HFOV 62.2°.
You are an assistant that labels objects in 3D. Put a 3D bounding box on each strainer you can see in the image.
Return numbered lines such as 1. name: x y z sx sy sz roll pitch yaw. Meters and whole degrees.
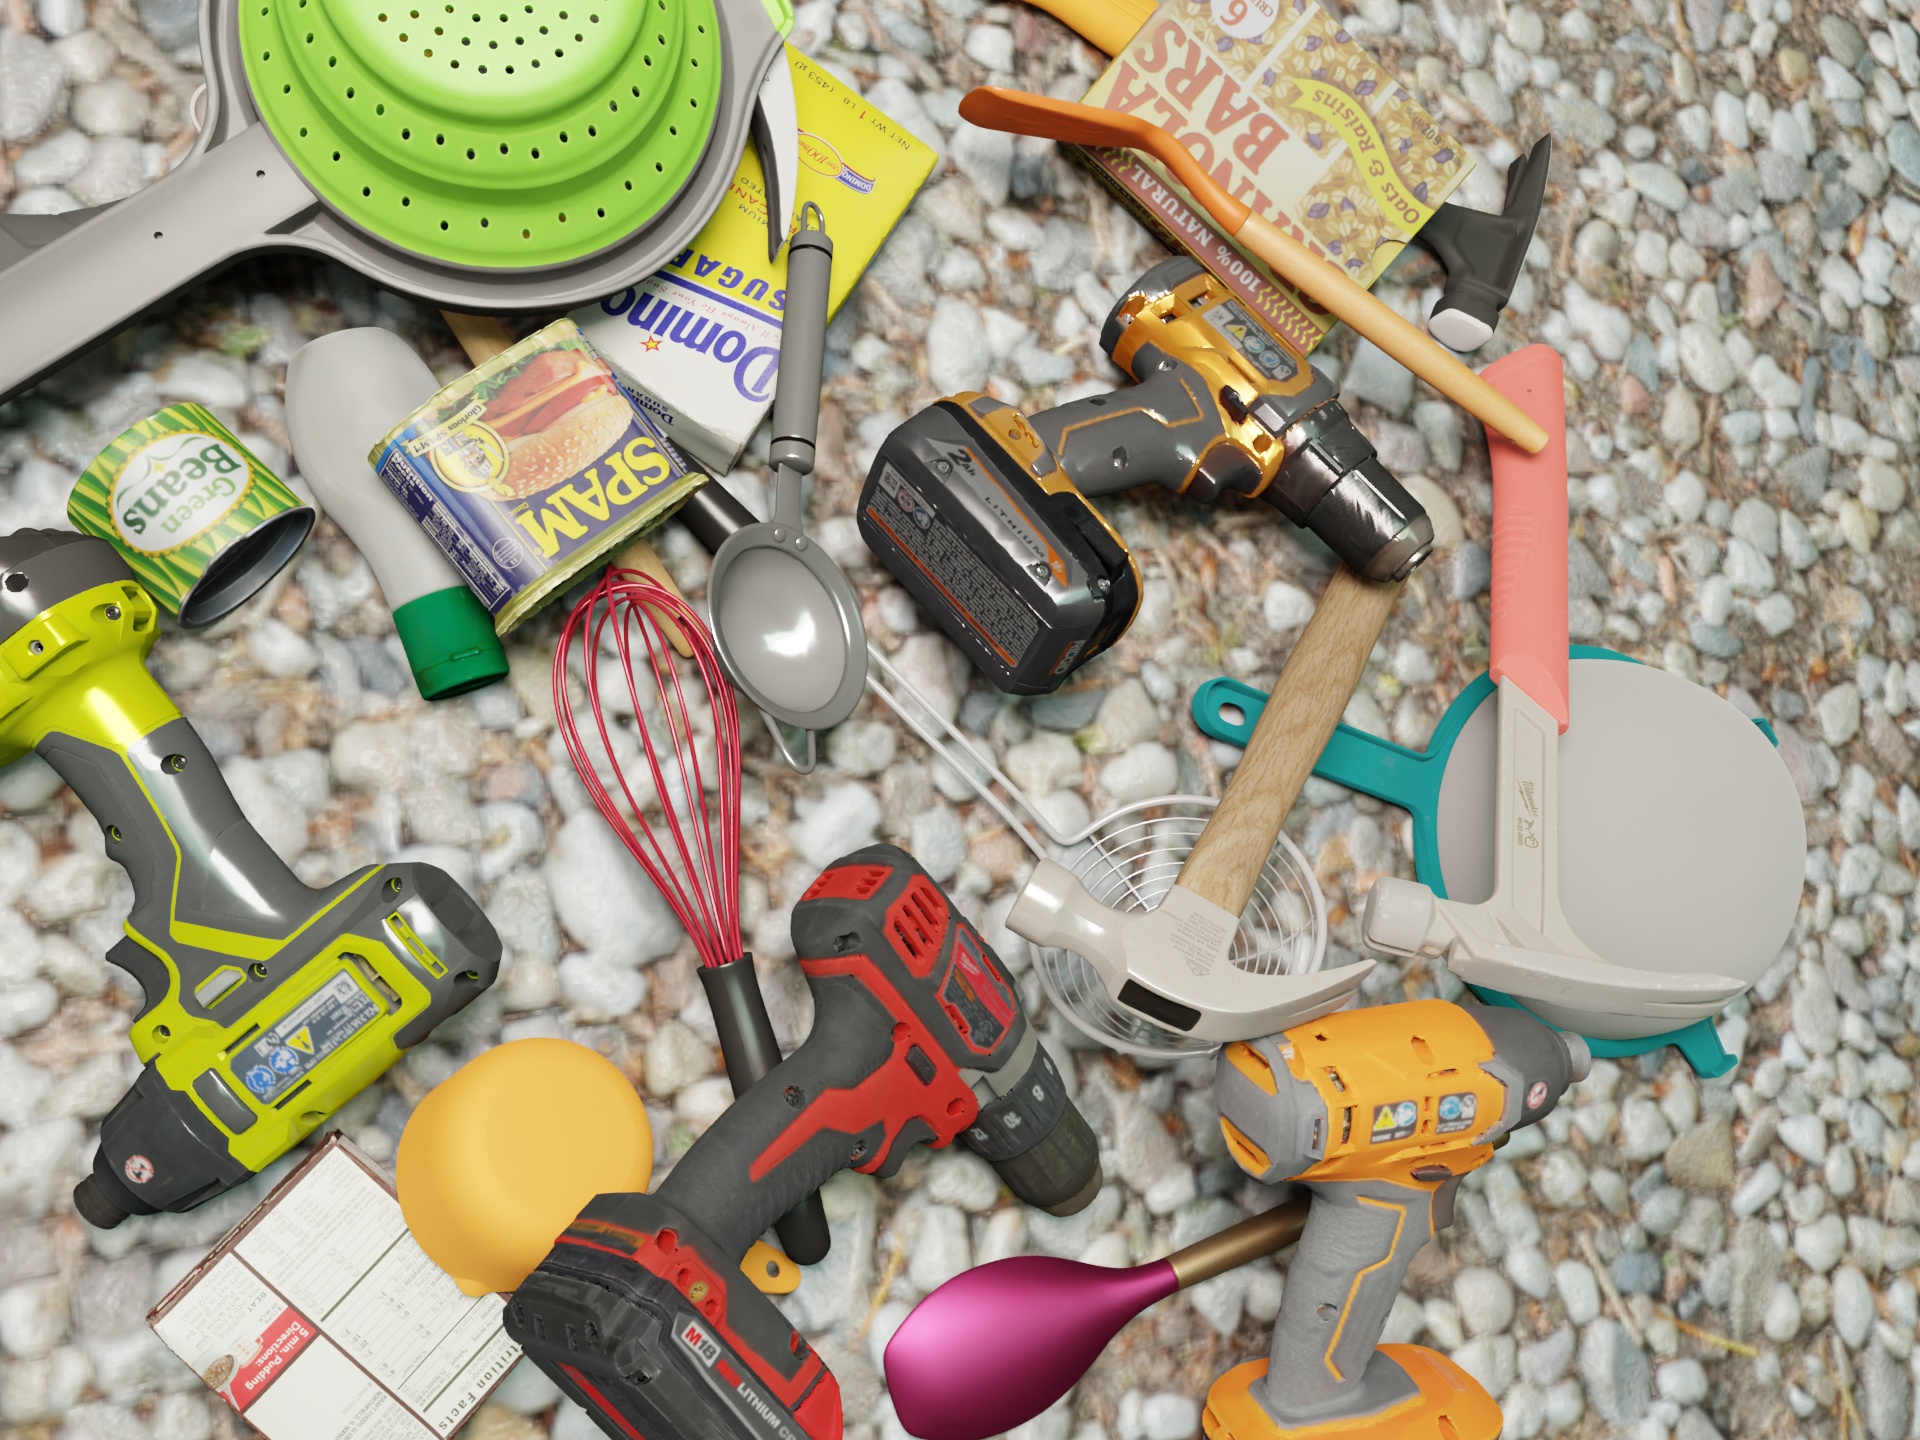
1. strainer: -0.070 -0.100 0.653 0.086 0.050 0.259 21 66 -46
2. strainer: 0.278 0.037 0.759 0.340 0.095 0.211 19 75 -15

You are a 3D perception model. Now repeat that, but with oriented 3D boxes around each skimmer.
1. skimmer: -0.001 -0.002 0.676 0.363 0.090 0.127 44 70 -6

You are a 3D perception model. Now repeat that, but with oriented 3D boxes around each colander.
1. colander: -0.235 -0.210 0.557 0.397 0.094 0.204 -37 98 -13

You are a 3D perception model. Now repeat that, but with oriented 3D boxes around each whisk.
1. whisk: -0.102 0.080 0.646 0.073 0.073 0.296 -17 91 -20

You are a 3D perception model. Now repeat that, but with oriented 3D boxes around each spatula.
1. spatula: 0.145 -0.210 0.742 0.322 0.081 0.041 32 96 -13

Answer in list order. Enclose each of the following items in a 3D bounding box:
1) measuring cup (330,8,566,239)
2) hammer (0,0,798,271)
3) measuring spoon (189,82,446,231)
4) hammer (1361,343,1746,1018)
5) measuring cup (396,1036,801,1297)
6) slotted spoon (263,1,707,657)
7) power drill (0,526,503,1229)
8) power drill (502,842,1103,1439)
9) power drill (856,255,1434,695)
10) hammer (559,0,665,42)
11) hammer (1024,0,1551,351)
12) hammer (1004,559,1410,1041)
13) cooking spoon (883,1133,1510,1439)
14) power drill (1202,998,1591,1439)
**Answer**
1. measuring cup: -0.211 -0.254 0.690 0.062 0.029 0.156 -37 107 6
2. hammer: -0.223 -0.214 0.628 0.335 0.035 0.146 -23 95 -14
3. measuring spoon: -0.265 -0.225 0.674 0.124 0.018 0.034 32 63 -17
4. hammer: 0.275 -0.038 0.742 0.149 0.036 0.359 11 57 4
5. measuring cup: -0.125 0.182 0.611 0.173 0.052 0.095 29 47 -21
6. slotted spoon: -0.201 -0.158 0.665 0.070 0.031 0.313 -36 98 -16
7. power drill: -0.300 0.059 0.566 0.171 0.080 0.223 -39 96 -1
8. power drill: -0.038 0.184 0.606 0.187 0.080 0.227 56 50 -22
9. power drill: 0.091 -0.098 0.701 0.226 0.084 0.185 -35 76 -32
10. hammer: -0.276 -0.392 0.688 0.410 0.038 0.146 26 72 -13
11. hammer: 0.152 -0.323 0.817 0.336 0.034 0.127 27 74 -12
12. hammer: 0.146 0.006 0.691 0.130 0.031 0.331 30 48 8
13. cooking spoon: 0.116 0.237 0.709 0.319 0.017 0.069 -16 86 -20
14. power drill: 0.183 0.224 0.660 0.164 0.084 0.226 -4 104 -20
